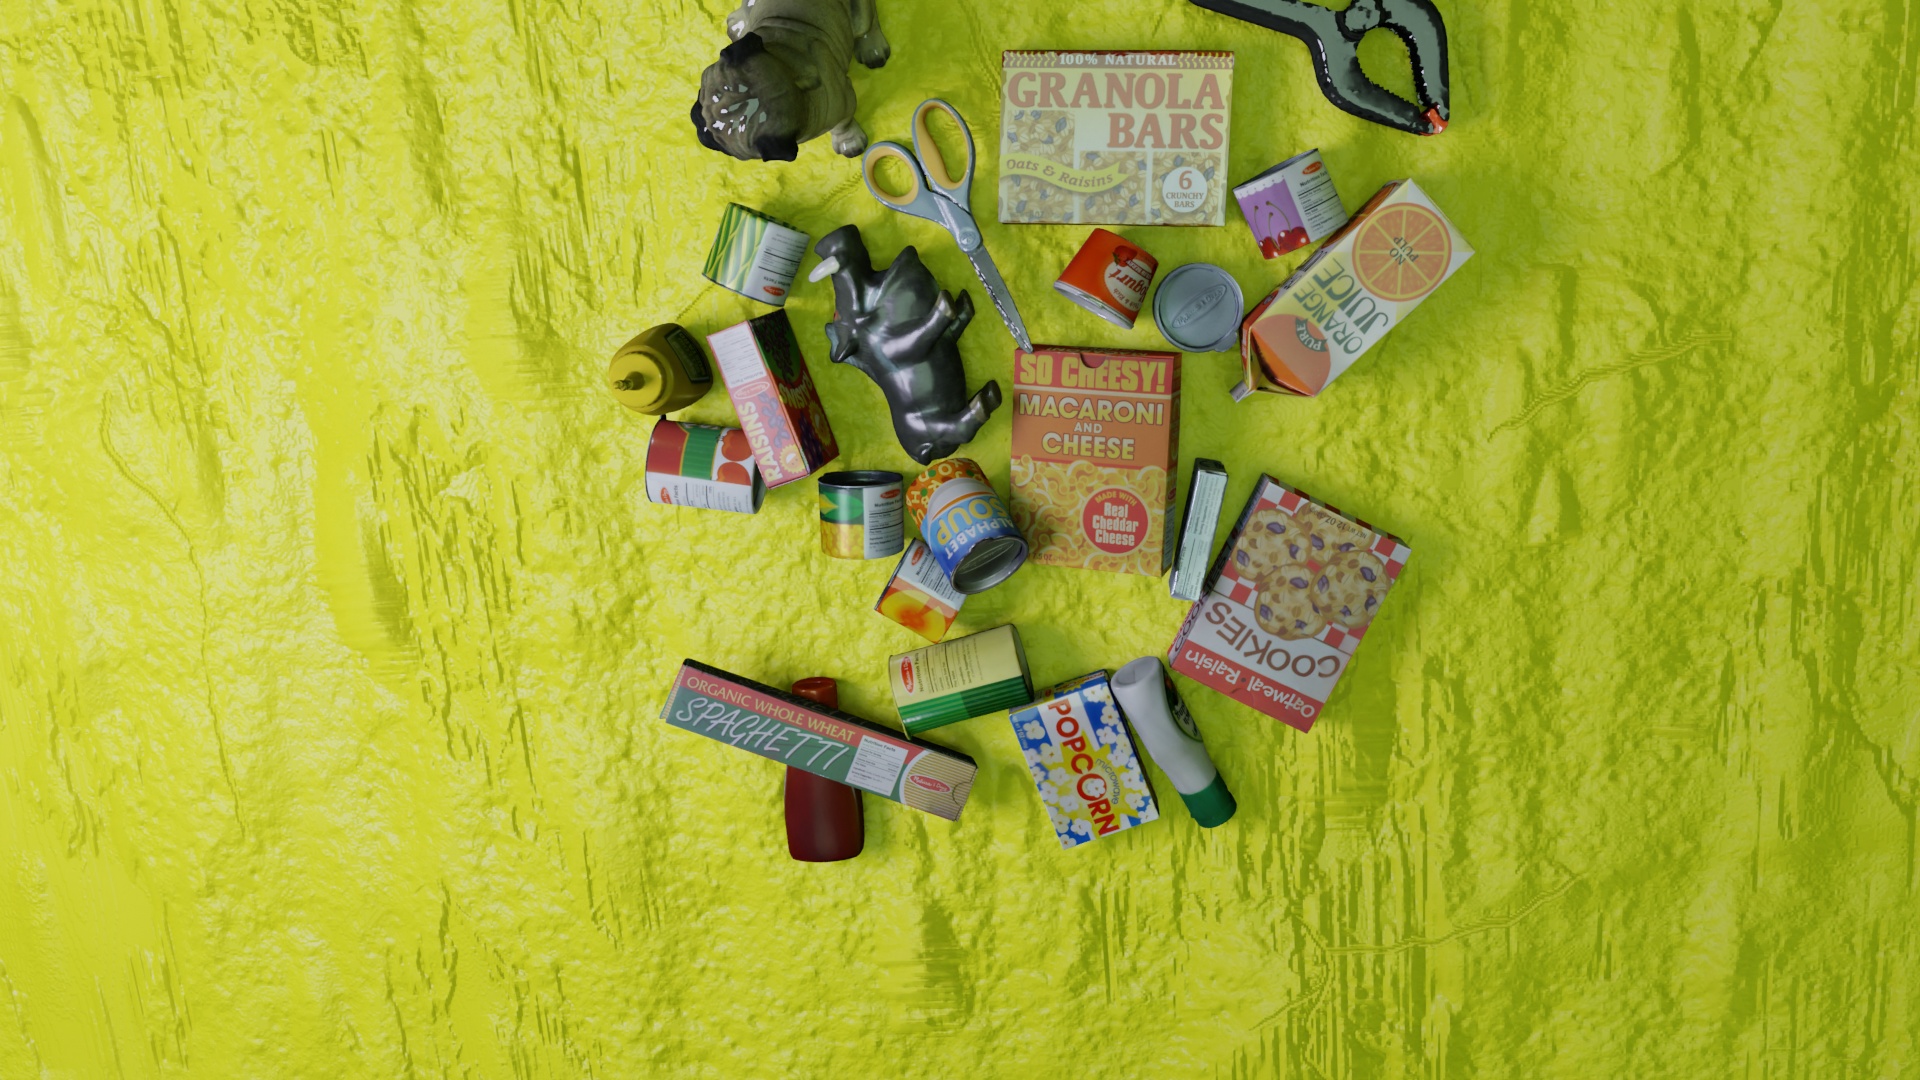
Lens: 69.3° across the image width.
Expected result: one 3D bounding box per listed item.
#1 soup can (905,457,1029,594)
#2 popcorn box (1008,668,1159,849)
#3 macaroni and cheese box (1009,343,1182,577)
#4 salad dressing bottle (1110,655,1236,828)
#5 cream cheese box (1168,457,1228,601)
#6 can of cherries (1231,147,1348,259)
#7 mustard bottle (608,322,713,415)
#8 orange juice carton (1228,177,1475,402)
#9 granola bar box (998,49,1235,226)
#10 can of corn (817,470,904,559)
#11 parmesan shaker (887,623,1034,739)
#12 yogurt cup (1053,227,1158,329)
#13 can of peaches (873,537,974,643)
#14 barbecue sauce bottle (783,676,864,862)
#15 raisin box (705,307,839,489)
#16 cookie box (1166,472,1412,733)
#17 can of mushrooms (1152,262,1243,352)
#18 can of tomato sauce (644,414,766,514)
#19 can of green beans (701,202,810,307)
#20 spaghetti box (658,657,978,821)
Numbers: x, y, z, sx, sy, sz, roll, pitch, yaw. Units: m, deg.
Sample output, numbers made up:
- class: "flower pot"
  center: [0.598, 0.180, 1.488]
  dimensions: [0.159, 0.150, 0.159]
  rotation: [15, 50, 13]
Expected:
- class: "soup can"
  center: [0.004, -0.013, 1.054]
  dimensions: [0.071, 0.071, 0.084]
  rotation: [-37, 59, 11]
- class: "popcorn box"
  center: [0.100, 0.176, 1.124]
  dimensions: [0.085, 0.038, 0.126]
  rotation: [-21, 100, 8]
- class: "macaroni and cheese box"
  center: [0.102, -0.062, 1.055]
  dimensions: [0.124, 0.040, 0.166]
  rotation: [6, 104, 19]
- class: "salad dressing bottle"
  center: [0.172, 0.162, 1.107]
  dimensions: [0.044, 0.064, 0.147]
  rotation: [-27, 108, 15]
- class: "cream cheese box"
  center: [0.183, -0.008, 1.069]
  dimensions: [0.024, 0.053, 0.103]
  rotation: [11, 103, 3]
- class: "can of cherries"
  center: [0.238, -0.243, 1.009]
  dimensions: [0.071, 0.072, 0.058]
  rotation: [-26, 101, 9]
- class: "mustard bottle"
  center: [-0.224, -0.122, 1.018]
  dimensions: [0.049, 0.161, 0.065]
  rotation: [-29, 101, 9]
- class: "orange juice carton"
  center: [0.271, -0.171, 1.017]
  dimensions: [0.192, 0.072, 0.073]
  rotation: [-43, 96, 11]
- class: "granola bar box"
  center: [0.112, -0.294, 1.018]
  dimensions: [0.166, 0.039, 0.124]
  rotation: [2, 102, 4]
- class: "can of corn"
  center: [-0.079, -0.021, 1.080]
  dimensions: [0.071, 0.071, 0.058]
  rotation: [0, 103, 4]
- class: "parmesan shaker"
  center: [0.002, 0.113, 1.101]
  dimensions: [0.103, 0.071, 0.071]
  rotation: [-15, 101, 7]
- class: "yogurt cup"
  center: [0.110, -0.195, 1.028]
  dimensions: [0.072, 0.072, 0.054]
  rotation: [29, 95, -3]
- class: "can of peaches"
  center: [-0.028, 0.041, 1.090]
  dimensions: [0.058, 0.071, 0.071]
  rotation: [29, 103, -3]
- class: "barbecue sauce bottle"
  center: [-0.115, 0.188, 1.139]
  dimensions: [0.065, 0.044, 0.148]
  rotation: [-3, 102, 1]
- class: "raisin box"
  center: [-0.139, -0.109, 1.053]
  dimensions: [0.040, 0.086, 0.123]
  rotation: [-18, 101, 14]
- class: "cookie box"
  center: [0.253, 0.050, 1.084]
  dimensions: [0.123, 0.040, 0.167]
  rotation: [25, 103, -2]
- class: "can of mushrooms"
  center: [0.179, -0.173, 1.043]
  dimensions: [0.071, 0.033, 0.071]
  rotation: [1, 102, 4]
- class: "can of tomato sauce"
  center: [-0.195, -0.059, 1.079]
  dimensions: [0.083, 0.071, 0.071]
  rotation: [7, 103, 2]
- class: "can of green beans"
  center: [-0.153, -0.214, 1.041]
  dimensions: [0.071, 0.071, 0.057]
  rotation: [23, 103, -1]
- class: "spaghetti box"
  center: [-0.109, 0.157, 1.096]
  dimensions: [0.250, 0.029, 0.050]
  rotation: [21, 95, -10]
